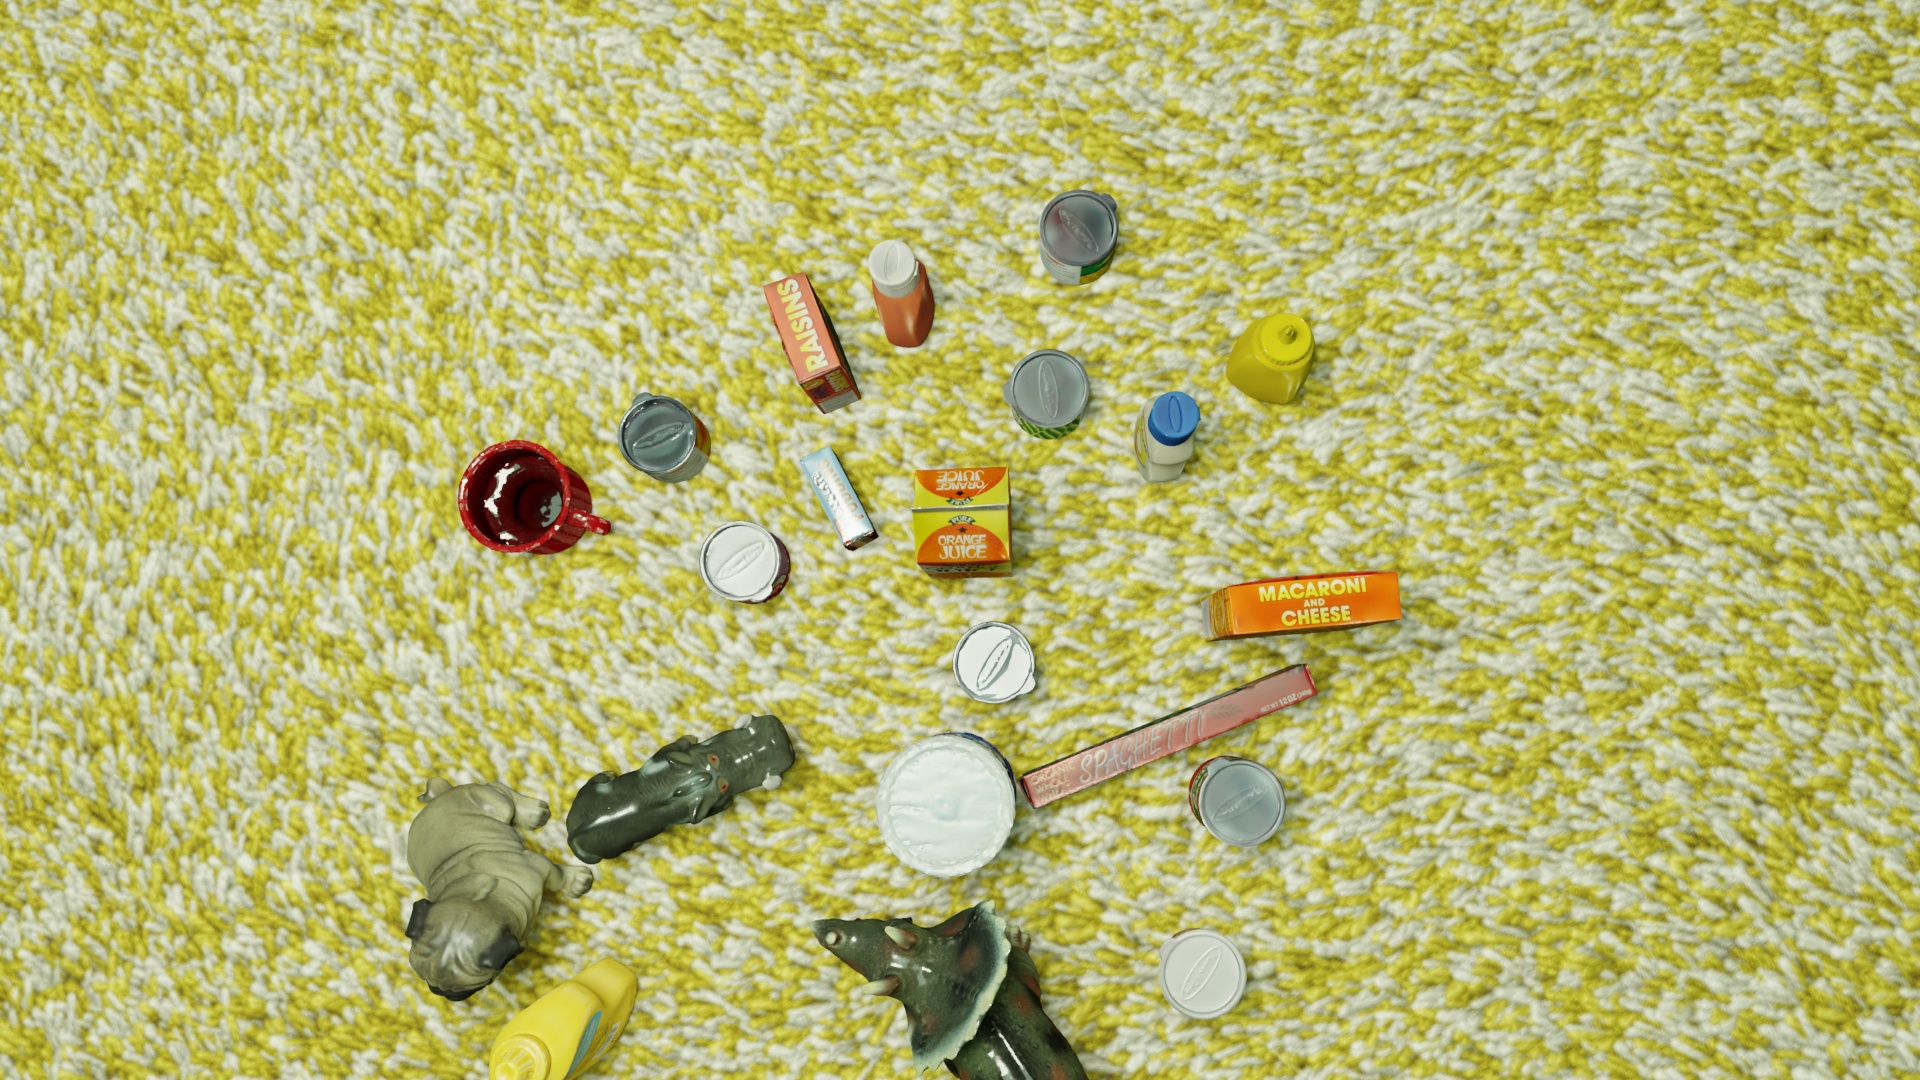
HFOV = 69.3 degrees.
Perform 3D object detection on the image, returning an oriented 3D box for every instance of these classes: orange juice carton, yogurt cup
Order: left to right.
[{"bbox_3d":[0.004,-0.014,1.084,0.072,0.192,0.073,-1,83,3],"label":"orange juice carton"},{"bbox_3d":[0.189,0.339,1.101,0.072,0.054,0.072,0,83,3],"label":"yogurt cup"}]

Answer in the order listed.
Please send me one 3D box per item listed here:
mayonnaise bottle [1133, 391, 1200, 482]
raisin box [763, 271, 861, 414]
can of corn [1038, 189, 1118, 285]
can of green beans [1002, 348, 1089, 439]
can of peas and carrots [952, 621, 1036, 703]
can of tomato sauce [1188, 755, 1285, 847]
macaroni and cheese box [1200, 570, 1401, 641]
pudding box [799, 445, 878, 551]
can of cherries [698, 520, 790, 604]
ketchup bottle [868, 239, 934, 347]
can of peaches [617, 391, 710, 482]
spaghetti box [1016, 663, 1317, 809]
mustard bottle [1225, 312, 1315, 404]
[{"bbox_3d":[0.164,-0.087,1.108,0.041,0.148,0.065,-6,83,2],"label":"mayonnaise bottle"},{"bbox_3d":[-0.121,-0.160,1.143,0.040,0.123,0.086,-21,83,0],"label":"raisin box"},{"bbox_3d":[0.101,-0.257,1.177,0.071,0.058,0.071,0,83,3],"label":"can of corn"},{"bbox_3d":[0.074,-0.121,1.162,0.071,0.058,0.071,0,83,3],"label":"can of green beans"},{"bbox_3d":[0.030,0.102,1.136,0.071,0.058,0.071,0,83,3],"label":"can of peas and carrots"},{"bbox_3d":[0.216,0.204,1.102,0.071,0.083,0.071,0,83,3],"label":"can of tomato sauce"},{"bbox_3d":[0.258,0.052,1.077,0.124,0.166,0.040,-5,83,2],"label":"macaroni and cheese box"},{"bbox_3d":[-0.102,-0.035,1.164,0.030,0.049,0.084,-28,83,0],"label":"pudding box"},{"bbox_3d":[-0.177,0.022,1.156,0.071,0.058,0.071,0,83,3],"label":"can of cherries"},{"bbox_3d":[-0.048,-0.204,1.132,0.043,0.148,0.065,7,84,4],"label":"ketchup bottle"},{"bbox_3d":[-0.250,-0.087,1.173,0.071,0.058,0.071,0,83,3],"label":"can of peaches"},{"bbox_3d":[0.166,0.158,1.127,0.250,0.050,0.029,-22,83,0],"label":"spaghetti box"},{"bbox_3d":[0.252,-0.149,1.105,0.065,0.160,0.049,25,85,5],"label":"mustard bottle"}]
